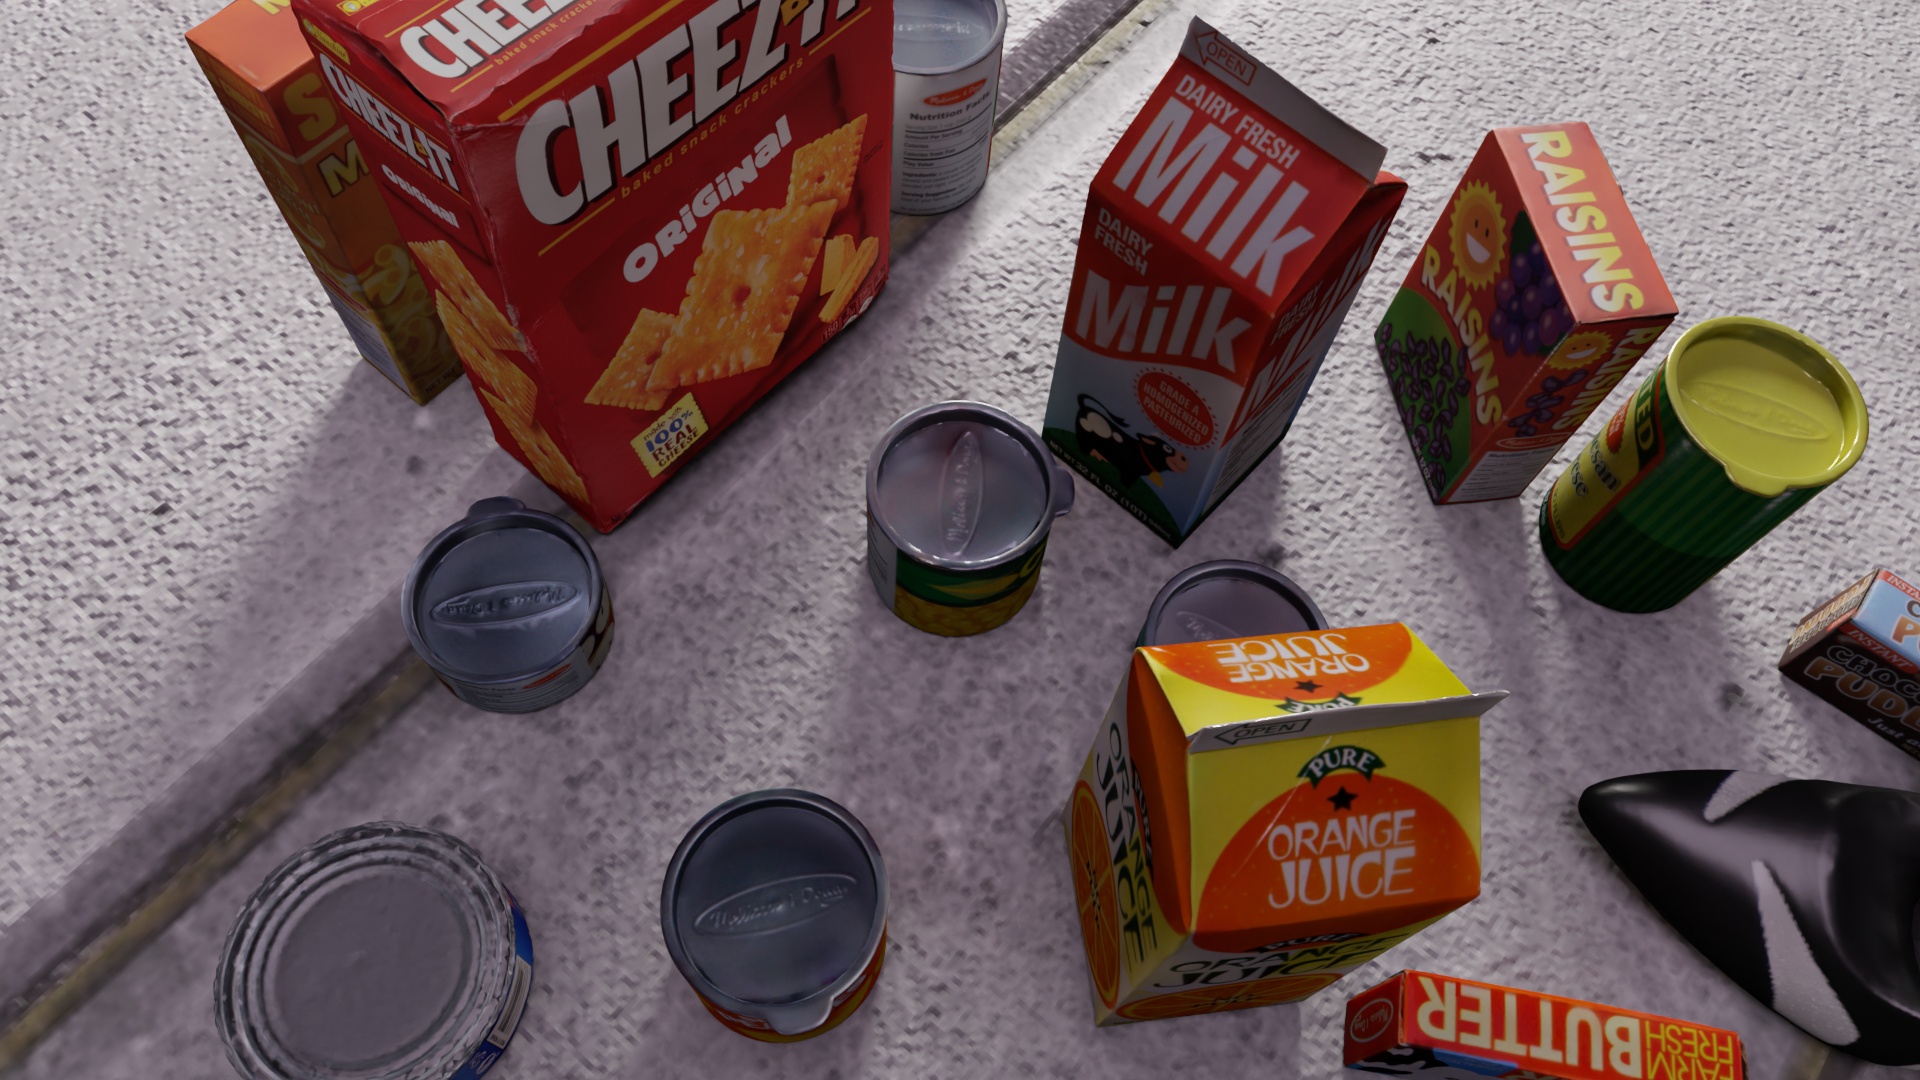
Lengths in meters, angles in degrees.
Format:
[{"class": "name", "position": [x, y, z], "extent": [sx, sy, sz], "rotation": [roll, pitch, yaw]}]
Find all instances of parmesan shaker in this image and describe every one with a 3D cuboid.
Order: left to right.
[{"class": "parmesan shaker", "position": [0.258, -0.021, 0.496], "extent": [0.071, 0.102, 0.071], "rotation": [2, 63, -3]}]

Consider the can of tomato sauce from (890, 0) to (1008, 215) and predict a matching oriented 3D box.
[{"class": "can of tomato sauce", "position": [-0.018, -0.188, 0.574], "extent": [0.071, 0.082, 0.071], "rotation": [2, 63, -3]}]

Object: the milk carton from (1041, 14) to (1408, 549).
[{"class": "milk carton", "position": [0.085, -0.083, 0.466], "extent": [0.072, 0.189, 0.074], "rotation": [40, 67, 16]}]

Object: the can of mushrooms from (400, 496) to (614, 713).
[{"class": "can of mushrooms", "position": [-0.156, 0.022, 0.482], "extent": [0.071, 0.033, 0.071], "rotation": [2, 62, -3]}]

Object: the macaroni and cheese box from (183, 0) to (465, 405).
[{"class": "macaroni and cheese box", "position": [-0.179, -0.140, 0.491], "extent": [0.040, 0.165, 0.124], "rotation": [36, 66, 14]}]

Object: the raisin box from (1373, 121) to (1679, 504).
[{"class": "raisin box", "position": [0.201, -0.079, 0.510], "extent": [0.040, 0.122, 0.086], "rotation": [-6, 63, -7]}]

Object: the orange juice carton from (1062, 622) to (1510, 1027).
[{"class": "orange juice carton", "position": [0.079, 0.079, 0.380], "extent": [0.072, 0.191, 0.073], "rotation": [-5, 63, -6]}]

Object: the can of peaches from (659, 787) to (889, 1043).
[{"class": "can of peaches", "position": [-0.055, 0.119, 0.425], "extent": [0.071, 0.057, 0.071], "rotation": [2, 63, -3]}]

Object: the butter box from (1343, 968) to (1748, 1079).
[{"class": "butter box", "position": [0.176, 0.156, 0.425], "extent": [0.103, 0.053, 0.024], "rotation": [10, 63, 1]}]

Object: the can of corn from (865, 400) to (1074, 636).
[{"class": "can of corn", "position": [0.002, -0.006, 0.495], "extent": [0.071, 0.058, 0.071], "rotation": [2, 63, -3]}]

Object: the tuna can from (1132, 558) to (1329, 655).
[{"class": "tuna can", "position": [0.093, 0.045, 0.489], "extent": [0.071, 0.032, 0.071], "rotation": [2, 62, -3]}]

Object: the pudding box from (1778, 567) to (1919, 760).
[{"class": "pudding box", "position": [0.347, 0.051, 0.494], "extent": [0.084, 0.049, 0.030], "rotation": [36, 66, 14]}]
